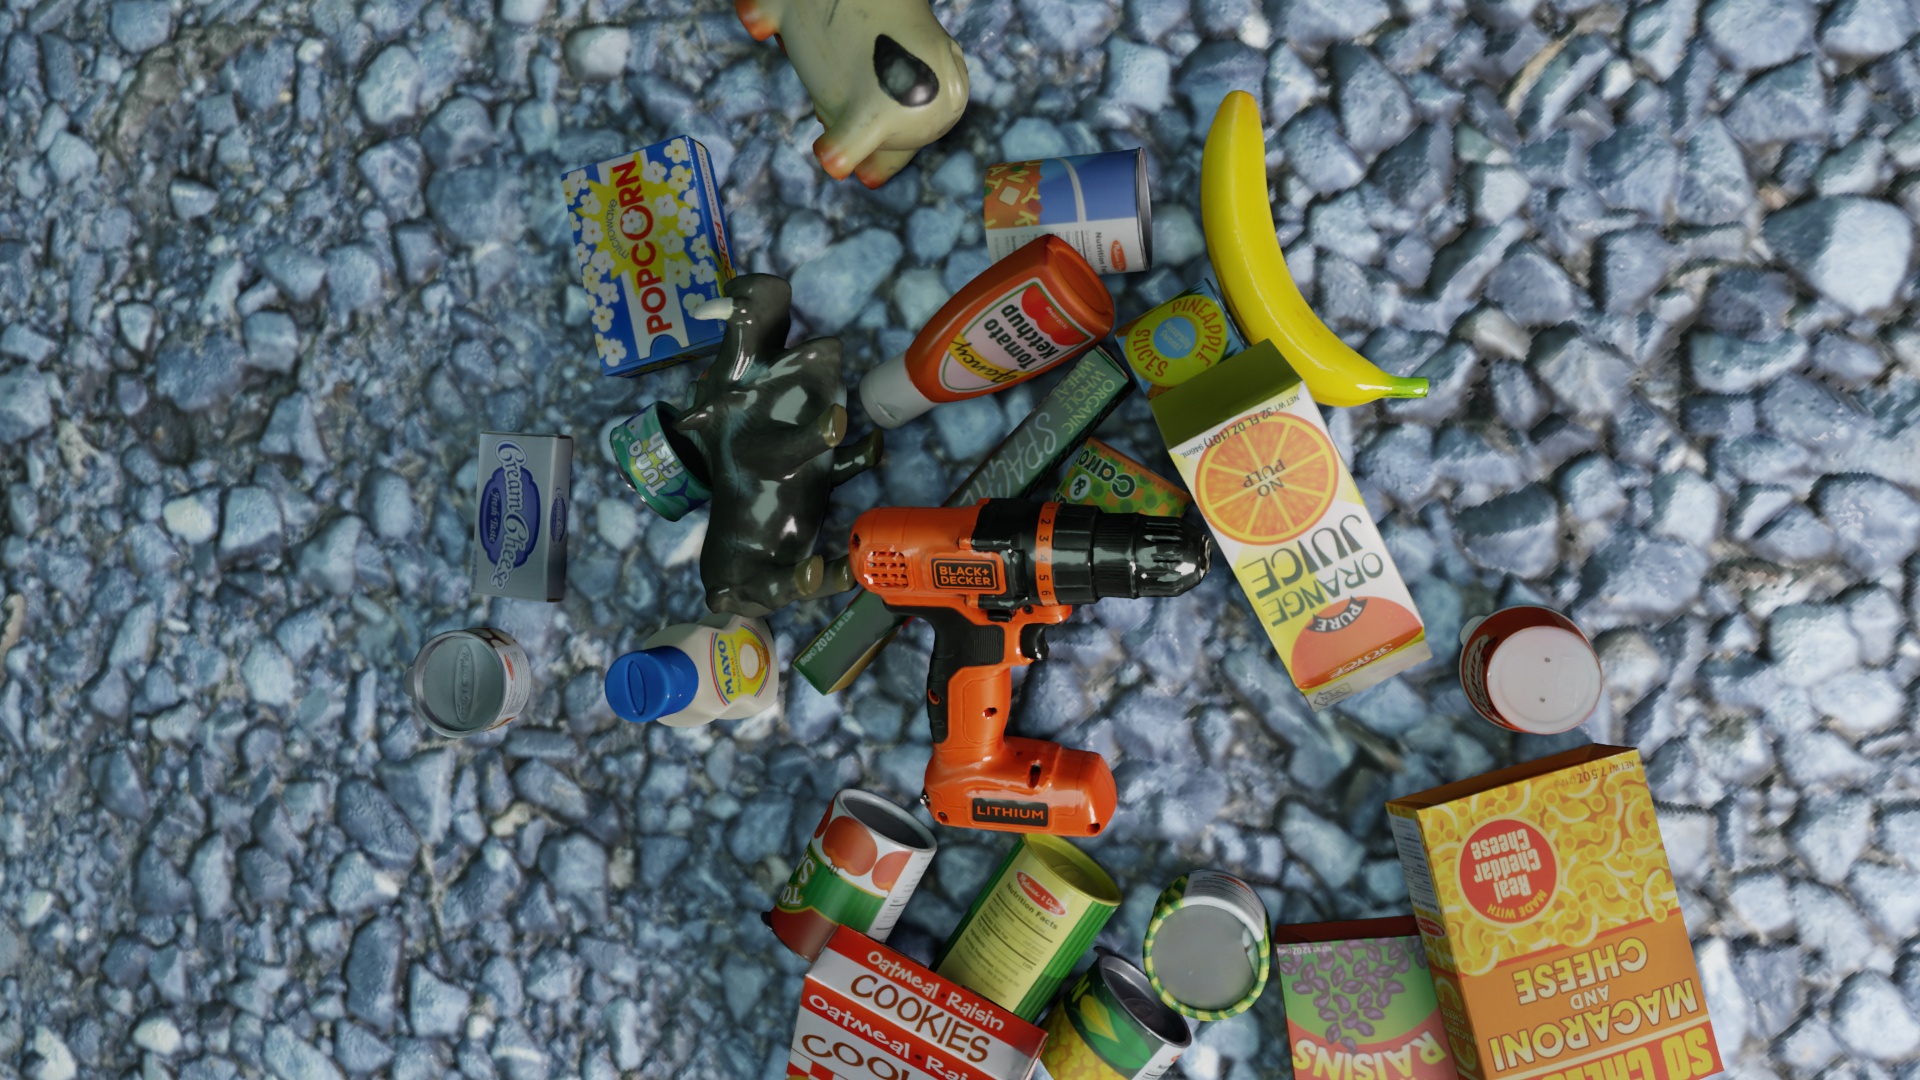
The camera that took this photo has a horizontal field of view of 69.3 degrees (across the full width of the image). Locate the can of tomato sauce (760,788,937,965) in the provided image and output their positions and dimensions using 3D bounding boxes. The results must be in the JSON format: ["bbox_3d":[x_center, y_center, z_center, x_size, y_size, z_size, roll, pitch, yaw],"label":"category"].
[{"bbox_3d":[-0.062,0.192,0.788,0.071,0.071,0.083,30,96,11],"label":"can of tomato sauce"}]

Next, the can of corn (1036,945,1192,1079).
[{"bbox_3d":[0.080,0.268,0.756,0.071,0.071,0.058,41,99,10],"label":"can of corn"}]

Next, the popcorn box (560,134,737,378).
[{"bbox_3d":[-0.182,-0.168,0.831,0.085,0.038,0.126,-14,87,12],"label":"popcorn box"}]

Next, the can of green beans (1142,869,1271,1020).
[{"bbox_3d":[0.133,0.217,0.747,0.071,0.058,0.071,0,90,13],"label":"can of green beans"}]

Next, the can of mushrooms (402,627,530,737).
[{"bbox_3d":[-0.305,0.087,0.862,0.071,0.033,0.071,0,91,13],"label":"can of mushrooms"}]

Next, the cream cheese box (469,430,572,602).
[{"bbox_3d":[-0.272,-0.015,0.859,0.053,0.024,0.103,4,91,13],"label":"cream cheese box"}]

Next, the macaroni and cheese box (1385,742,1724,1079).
[{"bbox_3d":[0.298,0.199,0.698,0.124,0.040,0.166,-14,87,-8],"label":"macaroni and cheese box"}]

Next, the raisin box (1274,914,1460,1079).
[{"bbox_3d":[0.218,0.267,0.737,0.086,0.040,0.123,-8,89,12],"label":"raisin box"}]

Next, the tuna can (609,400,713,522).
[{"bbox_3d":[-0.172,-0.047,0.812,0.033,0.071,0.071,-32,83,11],"label":"tuna can"}]

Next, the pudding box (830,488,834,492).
[{"bbox_3d":[-0.118,-0.052,0.820,0.049,0.030,0.084,-34,83,12],"label":"pudding box"}]

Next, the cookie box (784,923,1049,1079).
[{"bbox_3d":[-0.031,0.293,0.751,0.123,0.040,0.166,24,131,12],"label":"cookie box"}]

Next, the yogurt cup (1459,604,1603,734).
[{"bbox_3d":[0.294,0.068,0.712,0.072,0.054,0.072,0,91,12],"label":"yogurt cup"}]

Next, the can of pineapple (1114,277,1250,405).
[{"bbox_3d":[0.122,-0.099,0.744,0.058,0.071,0.071,-29,84,12],"label":"can of pineapple"}]

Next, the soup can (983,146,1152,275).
[{"bbox_3d":[0.060,-0.180,0.762,0.084,0.071,0.071,-2,90,14],"label":"soup can"}]

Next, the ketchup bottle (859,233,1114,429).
[{"bbox_3d":[0.009,-0.108,0.762,0.148,0.044,0.064,-26,126,34],"label":"ketchup bottle"}]

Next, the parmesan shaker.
[{"bbox_3d":[0.032,0.217,0.768,0.071,0.071,0.103,35,98,11],"label":"parmesan shaker"}]

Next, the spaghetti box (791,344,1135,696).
[{"bbox_3d":[0.003,-0.010,0.782,0.029,0.050,0.249,45,99,7],"label":"spaghetti box"}]

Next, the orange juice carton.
[{"bbox_3d":[0.174,0.002,0.711,0.072,0.073,0.192,-28,111,11],"label":"orange juice carton"}]

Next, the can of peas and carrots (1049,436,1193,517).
[{"bbox_3d":[0.082,-0.017,0.753,0.071,0.071,0.058,32,97,11],"label":"can of peas and carrots"}]

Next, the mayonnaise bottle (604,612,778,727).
[{"bbox_3d":[-0.145,0.073,0.765,0.041,0.148,0.064,-11,88,13],"label":"mayonnaise bottle"}]
